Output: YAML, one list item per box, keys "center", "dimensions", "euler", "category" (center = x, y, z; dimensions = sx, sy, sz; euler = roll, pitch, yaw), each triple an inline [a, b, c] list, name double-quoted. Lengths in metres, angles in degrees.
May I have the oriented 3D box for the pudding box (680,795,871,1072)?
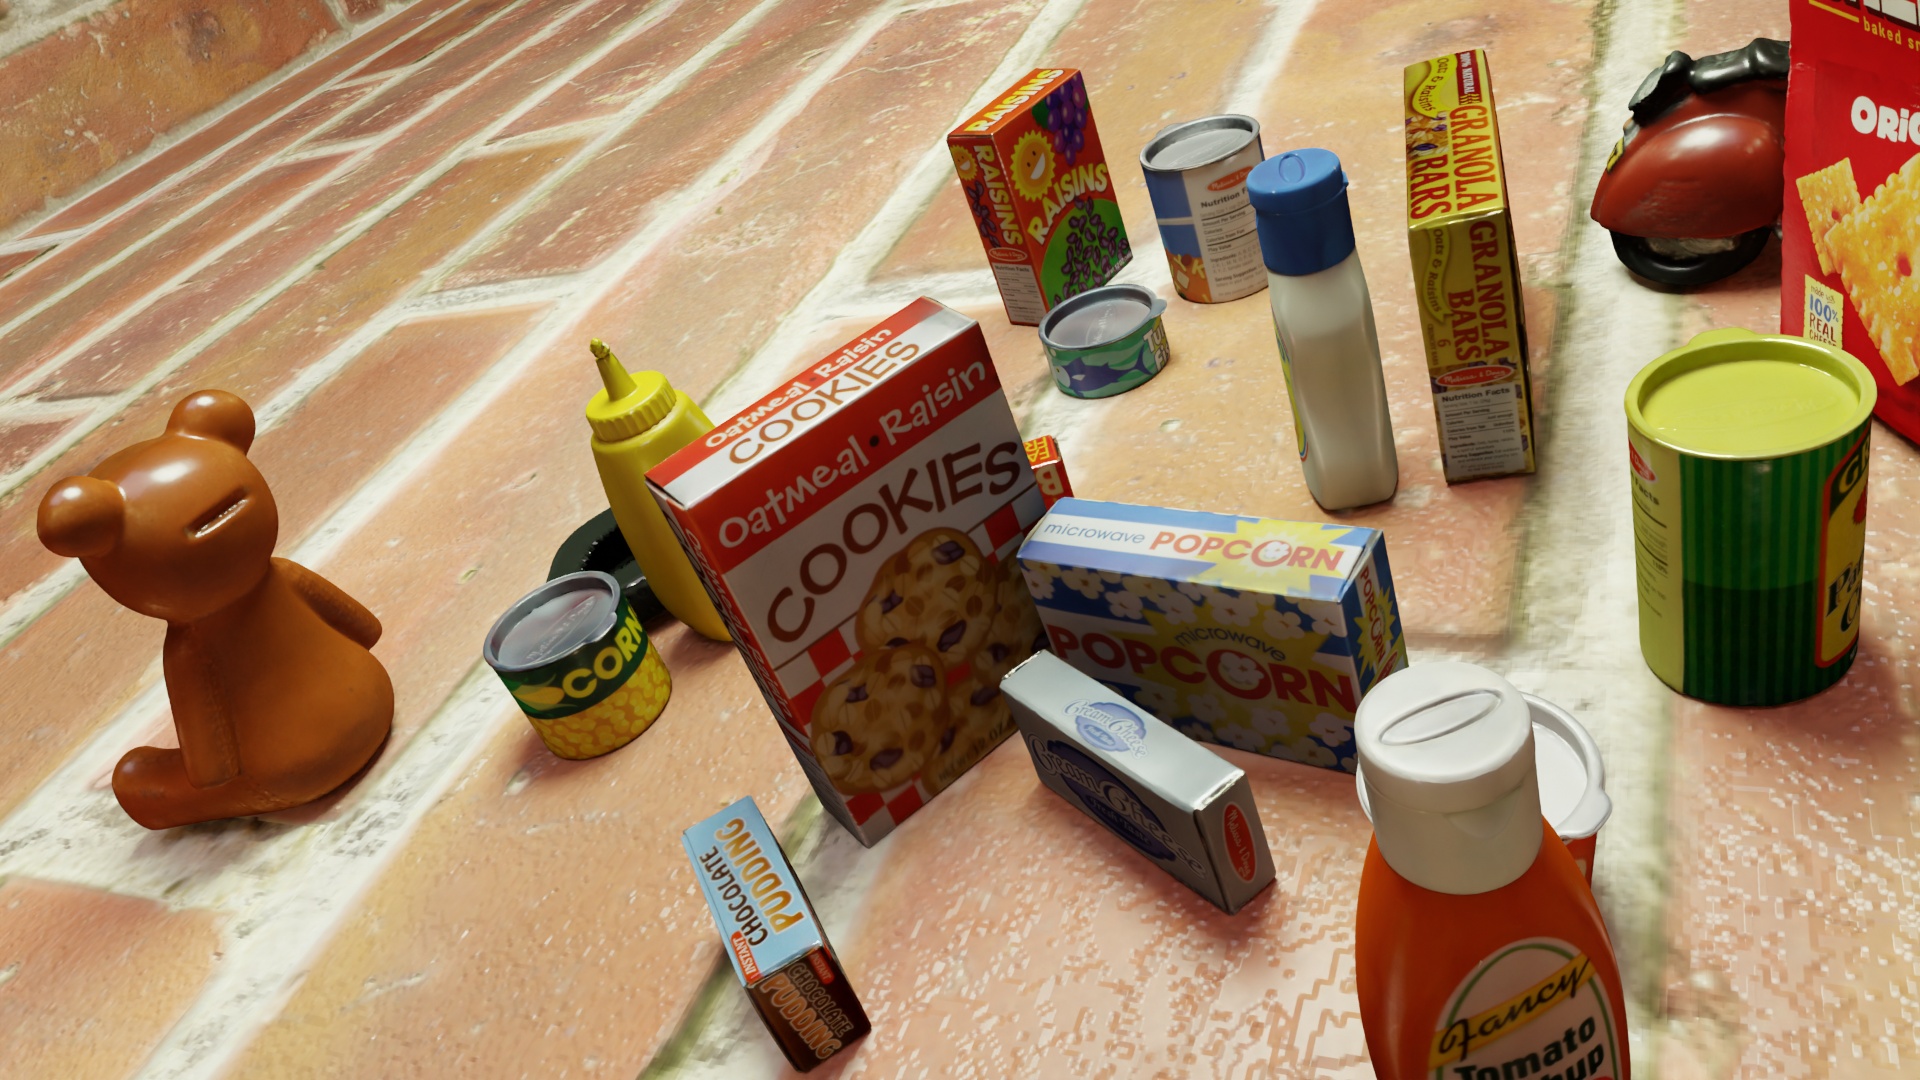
- center: [-0.065, 0.133, 0.477]
  dimensions: [0.030, 0.049, 0.084]
  euler: [-29, 34, -10]
  category: "pudding box"

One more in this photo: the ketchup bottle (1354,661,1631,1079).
- center: [0.125, 0.094, 0.336]
  dimensions: [0.065, 0.148, 0.044]
  euler: [-22, 33, 0]
  category: "ketchup bottle"

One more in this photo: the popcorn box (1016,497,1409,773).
- center: [0.091, 0.032, 0.499]
  dimensions: [0.126, 0.085, 0.038]
  euler: [7, 43, 36]
  category: "popcorn box"

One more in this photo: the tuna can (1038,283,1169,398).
- center: [0.080, -0.108, 0.747]
  dimensions: [0.071, 0.032, 0.071]
  euler: [-15, 34, 10]
  category: "tuna can"

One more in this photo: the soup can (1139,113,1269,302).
- center: [0.141, -0.186, 0.776]
  dimensions: [0.071, 0.083, 0.072]
  euler: [-15, 34, 11]
  category: "soup can"

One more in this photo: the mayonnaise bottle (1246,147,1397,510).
- center: [0.150, -0.087, 0.575]
  dimensions: [0.041, 0.147, 0.065]
  euler: [-12, 35, 15]
  category: "mayonnaise bottle"

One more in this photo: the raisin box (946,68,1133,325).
- center: [0.049, -0.200, 0.812]
  dimensions: [0.040, 0.123, 0.086]
  euler: [15, 48, 43]
  category: "raisin box"

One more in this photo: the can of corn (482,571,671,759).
- center: [-0.172, 0.057, 0.635]
  dimensions: [0.071, 0.058, 0.071]
  euler: [-15, 34, 11]
  category: "can of corn"

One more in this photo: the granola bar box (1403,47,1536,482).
- center: [0.222, -0.124, 0.608]
  dimensions: [0.039, 0.123, 0.166]
  euler: [-7, 36, 22]
  category: "granola bar box"

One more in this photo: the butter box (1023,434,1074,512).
- center: [0.002, -0.008, 0.633]
  dimensions: [0.103, 0.053, 0.024]
  euler: [-17, 34, 7]
  category: "butter box"

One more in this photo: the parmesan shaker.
- center: [0.252, -0.007, 0.447]
  dimensions: [0.071, 0.102, 0.072]
  euler: [-15, 34, 11]
  category: "parmesan shaker"

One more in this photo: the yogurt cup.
- center: [0.157, 0.086, 0.415]
  dimensions: [0.072, 0.053, 0.073]
  euler: [-15, 34, 11]
  category: "yogurt cup"

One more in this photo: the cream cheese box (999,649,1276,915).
- center: [0.059, 0.081, 0.477]
  dimensions: [0.024, 0.053, 0.104]
  euler: [-36, 36, -20]
  category: "cream cheese box"

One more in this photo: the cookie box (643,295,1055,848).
- center: [-0.025, 0.013, 0.516]
  dimensions: [0.123, 0.166, 0.040]
  euler: [-36, 36, -20]
  category: "cookie box"

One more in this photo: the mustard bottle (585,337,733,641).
- center: [-0.132, -0.028, 0.640]
  dimensions: [0.049, 0.159, 0.065]
  euler: [11, 46, 40]
  category: "mustard bottle"
